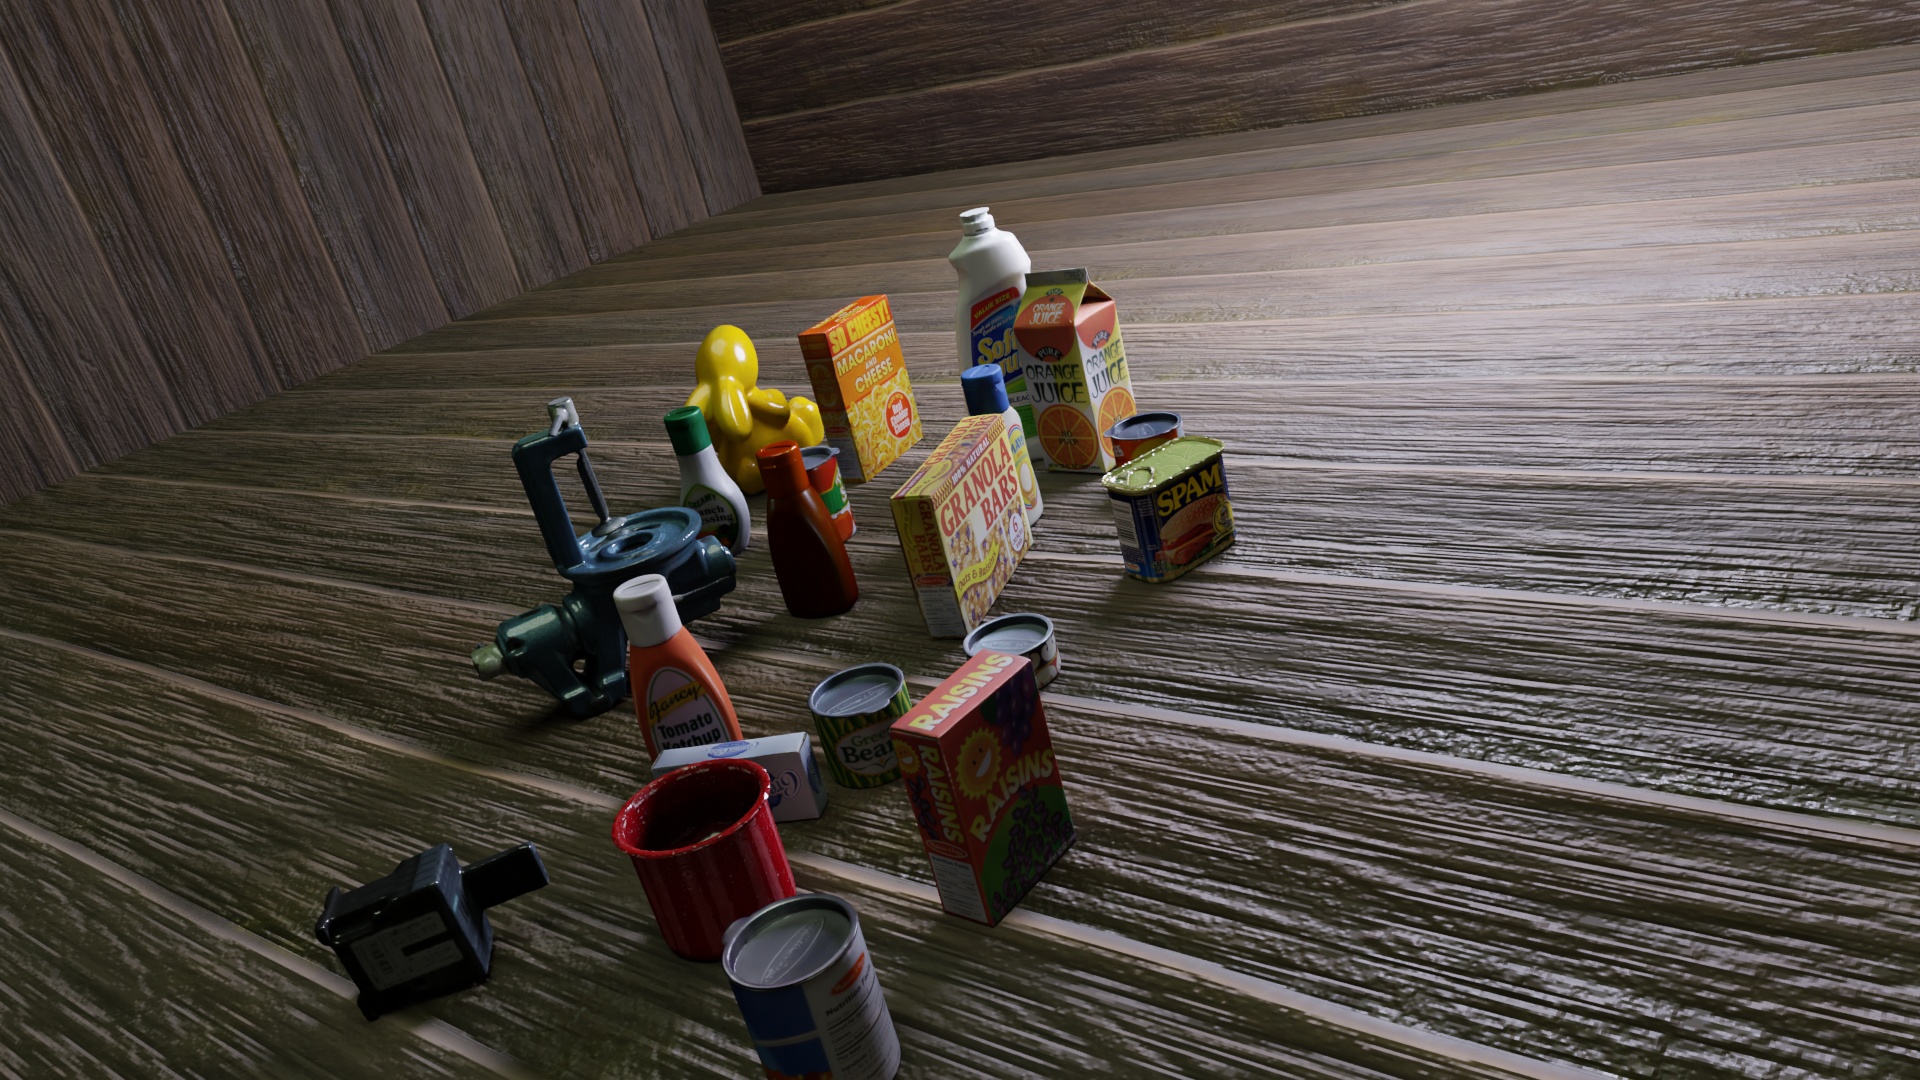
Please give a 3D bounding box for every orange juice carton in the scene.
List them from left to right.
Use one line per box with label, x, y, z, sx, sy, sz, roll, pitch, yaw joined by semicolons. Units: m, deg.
orange juice carton;0.109;-0.165;1.320;0.072;0.192;0.073;5;29;39

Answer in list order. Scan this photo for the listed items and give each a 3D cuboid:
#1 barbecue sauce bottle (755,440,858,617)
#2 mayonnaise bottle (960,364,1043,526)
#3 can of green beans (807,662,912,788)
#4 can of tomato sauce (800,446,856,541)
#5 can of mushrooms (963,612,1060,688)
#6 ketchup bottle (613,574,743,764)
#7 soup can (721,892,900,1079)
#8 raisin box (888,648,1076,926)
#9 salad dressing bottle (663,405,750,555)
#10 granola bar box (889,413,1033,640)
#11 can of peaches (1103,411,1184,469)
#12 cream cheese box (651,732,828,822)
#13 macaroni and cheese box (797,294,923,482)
barbecue sauce bottle;-0.133;-0.009;1.162;0.065;0.148;0.044;-5;24;23
mayonnaise bottle;0.034;-0.081;1.227;0.041;0.147;0.065;-1;26;30
can of green beans;-0.063;0.123;0.928;0.071;0.057;0.071;-12;23;5
can of tomato sauce;-0.139;-0.040;1.322;0.071;0.082;0.071;-12;22;5
can of mushrooms;0.036;0.083;0.994;0.071;0.033;0.071;-12;23;5
ketchup bottle;-0.198;0.096;0.956;0.065;0.148;0.044;-17;22;-6
soup can;-0.073;0.223;0.668;0.071;0.083;0.071;-12;22;5
raisin box;0.014;0.135;0.769;0.040;0.123;0.086;6;30;41
salad dressing bottle;-0.247;-0.056;1.340;0.064;0.147;0.044;-10;23;11
granola bar box;0.004;-0.014;1.122;0.039;0.123;0.166;-4;25;24
can of peaches;0.170;-0.078;1.256;0.071;0.057;0.071;-12;23;5
cream cheese box;-0.143;0.158;0.902;0.104;0.053;0.024;-9;23;13
macaroni and cheese box;-0.104;-0.162;1.476;0.040;0.165;0.124;0;26;32
